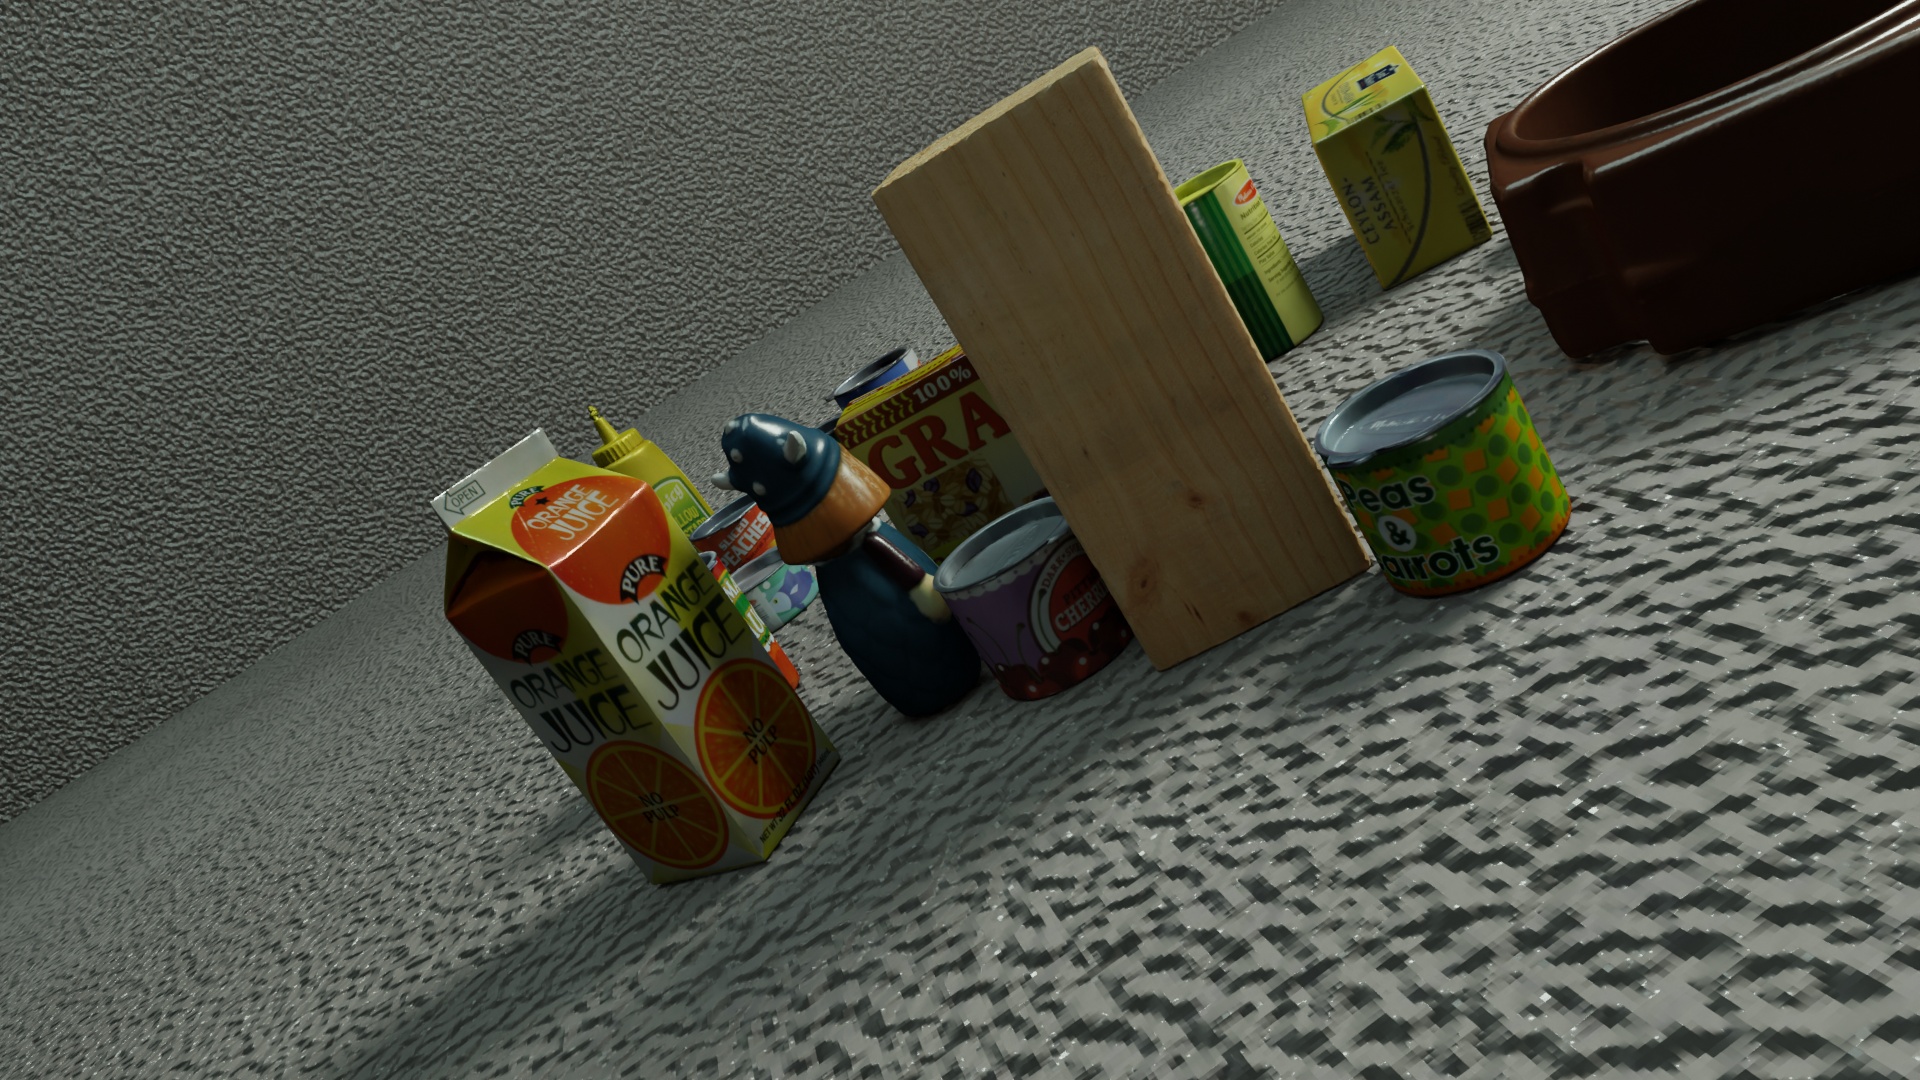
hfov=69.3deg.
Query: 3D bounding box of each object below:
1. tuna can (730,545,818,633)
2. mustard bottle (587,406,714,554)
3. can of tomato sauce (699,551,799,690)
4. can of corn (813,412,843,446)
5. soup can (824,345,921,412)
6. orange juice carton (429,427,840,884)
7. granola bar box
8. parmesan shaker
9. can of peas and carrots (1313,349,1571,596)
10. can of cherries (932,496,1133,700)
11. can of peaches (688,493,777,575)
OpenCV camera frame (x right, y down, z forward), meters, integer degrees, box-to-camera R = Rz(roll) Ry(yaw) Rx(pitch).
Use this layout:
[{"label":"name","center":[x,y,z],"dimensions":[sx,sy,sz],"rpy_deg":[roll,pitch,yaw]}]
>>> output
[{"label":"tuna can","center":[-0.124,0.033,0.881],"dimensions":[0.071,0.032,0.071],"rpy_deg":[-29,16,9]},{"label":"mustard bottle","center":[-0.238,-0.034,1.059],"dimensions":[0.048,0.160,0.065],"rpy_deg":[-12,25,51]},{"label":"can of tomato sauce","center":[-0.133,0.057,0.736],"dimensions":[0.071,0.083,0.071],"rpy_deg":[-30,16,10]},{"label":"can of corn","center":[-0.096,-0.054,1.038],"dimensions":[0.071,0.058,0.071],"rpy_deg":[-30,16,9]},{"label":"soup can","center":[-0.044,-0.085,0.991],"dimensions":[0.071,0.083,0.071],"rpy_deg":[-30,16,10]},{"label":"orange juice carton","center":[-0.142,0.046,0.586],"dimensions":[0.073,0.192,0.072],"rpy_deg":[-21,19,35]},{"label":"granola bar box","center":[0.046,-0.043,0.626],"dimensions":[0.165,0.124,0.039],"rpy_deg":[-27,16,18]},{"label":"parmesan shaker","center":[0.153,-0.154,0.793],"dimensions":[0.071,0.103,0.071],"rpy_deg":[-30,16,10]},{"label":"can of peas and carrots","center":[0.161,-0.021,0.467],"dimensions":[0.071,0.058,0.071],"rpy_deg":[-30,16,9]},{"label":"can of cherries","center":[0.033,0.024,0.572],"dimensions":[0.071,0.058,0.072],"rpy_deg":[-30,16,9]},{"label":"can of peaches","center":[-0.144,0.004,0.957],"dimensions":[0.071,0.058,0.071],"rpy_deg":[-30,16,9]}]
